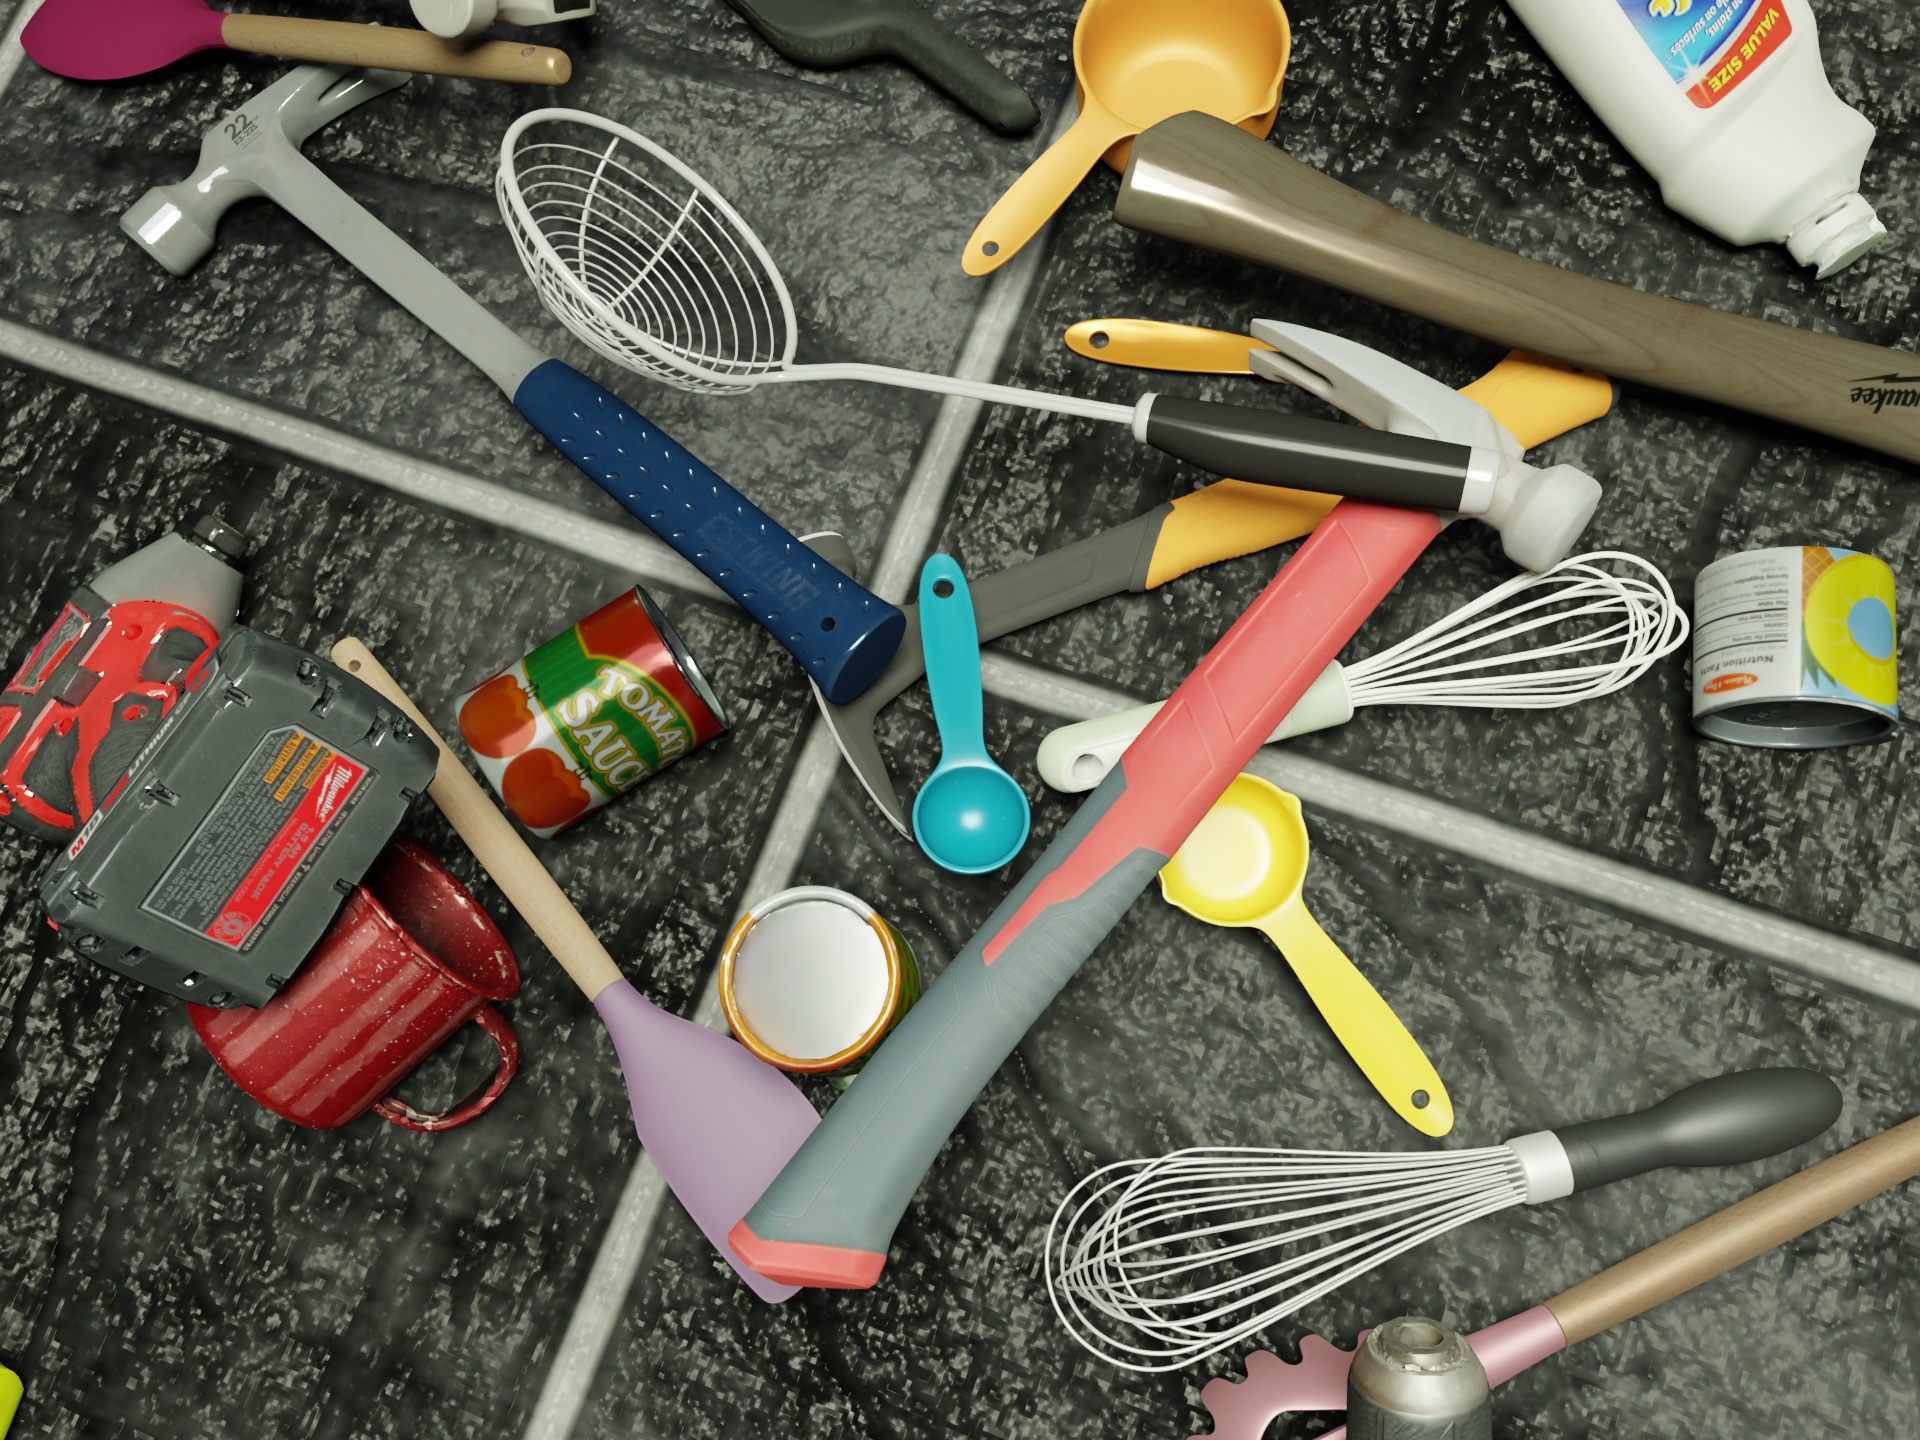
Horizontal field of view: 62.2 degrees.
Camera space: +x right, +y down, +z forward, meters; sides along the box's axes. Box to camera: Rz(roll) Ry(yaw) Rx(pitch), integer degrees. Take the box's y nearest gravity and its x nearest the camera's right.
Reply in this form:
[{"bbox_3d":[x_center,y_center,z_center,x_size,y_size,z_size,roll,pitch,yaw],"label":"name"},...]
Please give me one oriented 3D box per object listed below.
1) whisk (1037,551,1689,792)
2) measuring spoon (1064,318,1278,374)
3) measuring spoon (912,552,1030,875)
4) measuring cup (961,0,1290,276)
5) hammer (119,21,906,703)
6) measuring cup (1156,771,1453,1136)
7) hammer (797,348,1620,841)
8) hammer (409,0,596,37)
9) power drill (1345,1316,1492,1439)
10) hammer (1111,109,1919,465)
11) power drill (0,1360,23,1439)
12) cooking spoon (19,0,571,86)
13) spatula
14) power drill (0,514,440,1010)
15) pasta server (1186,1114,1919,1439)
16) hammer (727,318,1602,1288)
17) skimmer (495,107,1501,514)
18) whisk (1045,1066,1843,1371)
[{"bbox_3d":[0.148,-0.013,0.588,0.246,0.057,0.059,-14,30,-2],"label":"whisk"},{"bbox_3d":[0.101,-0.151,0.659,0.117,0.011,0.021,10,79,12],"label":"measuring spoon"},{"bbox_3d":[-0.001,-0.002,0.591,0.042,0.021,0.129,-5,67,-3],"label":"measuring spoon"},{"bbox_3d":[0.063,-0.237,0.663,0.095,0.052,0.173,41,85,14],"label":"measuring cup"},{"bbox_3d":[-0.177,-0.148,0.652,0.406,0.035,0.144,39,82,19],"label":"hammer"},{"bbox_3d":[0.128,0.088,0.590,0.062,0.029,0.156,-36,87,-5],"label":"measuring cup"},{"bbox_3d":[0.101,-0.070,0.624,0.337,0.034,0.127,-22,74,0],"label":"hammer"},{"bbox_3d":[-0.309,-0.343,0.710,0.331,0.130,0.031,16,120,19],"label":"hammer"},{"bbox_3d":[0.060,0.275,0.491,0.226,0.084,0.185,-1,100,4],"label":"power drill"},{"bbox_3d":[0.254,-0.135,0.593,0.410,0.038,0.146,16,78,0],"label":"hammer"},{"bbox_3d":[-0.306,0.279,0.514,0.223,0.171,0.080,18,78,19],"label":"power drill"},{"bbox_3d":[-0.301,-0.301,0.699,0.319,0.017,0.069,16,68,22],"label":"cooking spoon"},{"bbox_3d":[-0.150,0.084,0.617,0.060,0.018,0.316,-41,77,-6],"label":"spatula"},{"bbox_3d":[-0.285,0.002,0.580,0.220,0.078,0.143,24,77,46],"label":"power drill"},{"bbox_3d":[0.226,0.196,0.549,0.316,0.040,0.060,-24,75,-5],"label":"pasta server"},{"bbox_3d":[0.050,0.022,0.544,0.143,0.038,0.386,36,75,22],"label":"hammer"},{"bbox_3d":[0.010,-0.145,0.562,0.363,0.127,0.090,13,121,13],"label":"skimmer"},{"bbox_3d":[0.169,0.163,0.549,0.284,0.070,0.070,-13,75,-2],"label":"whisk"}]
